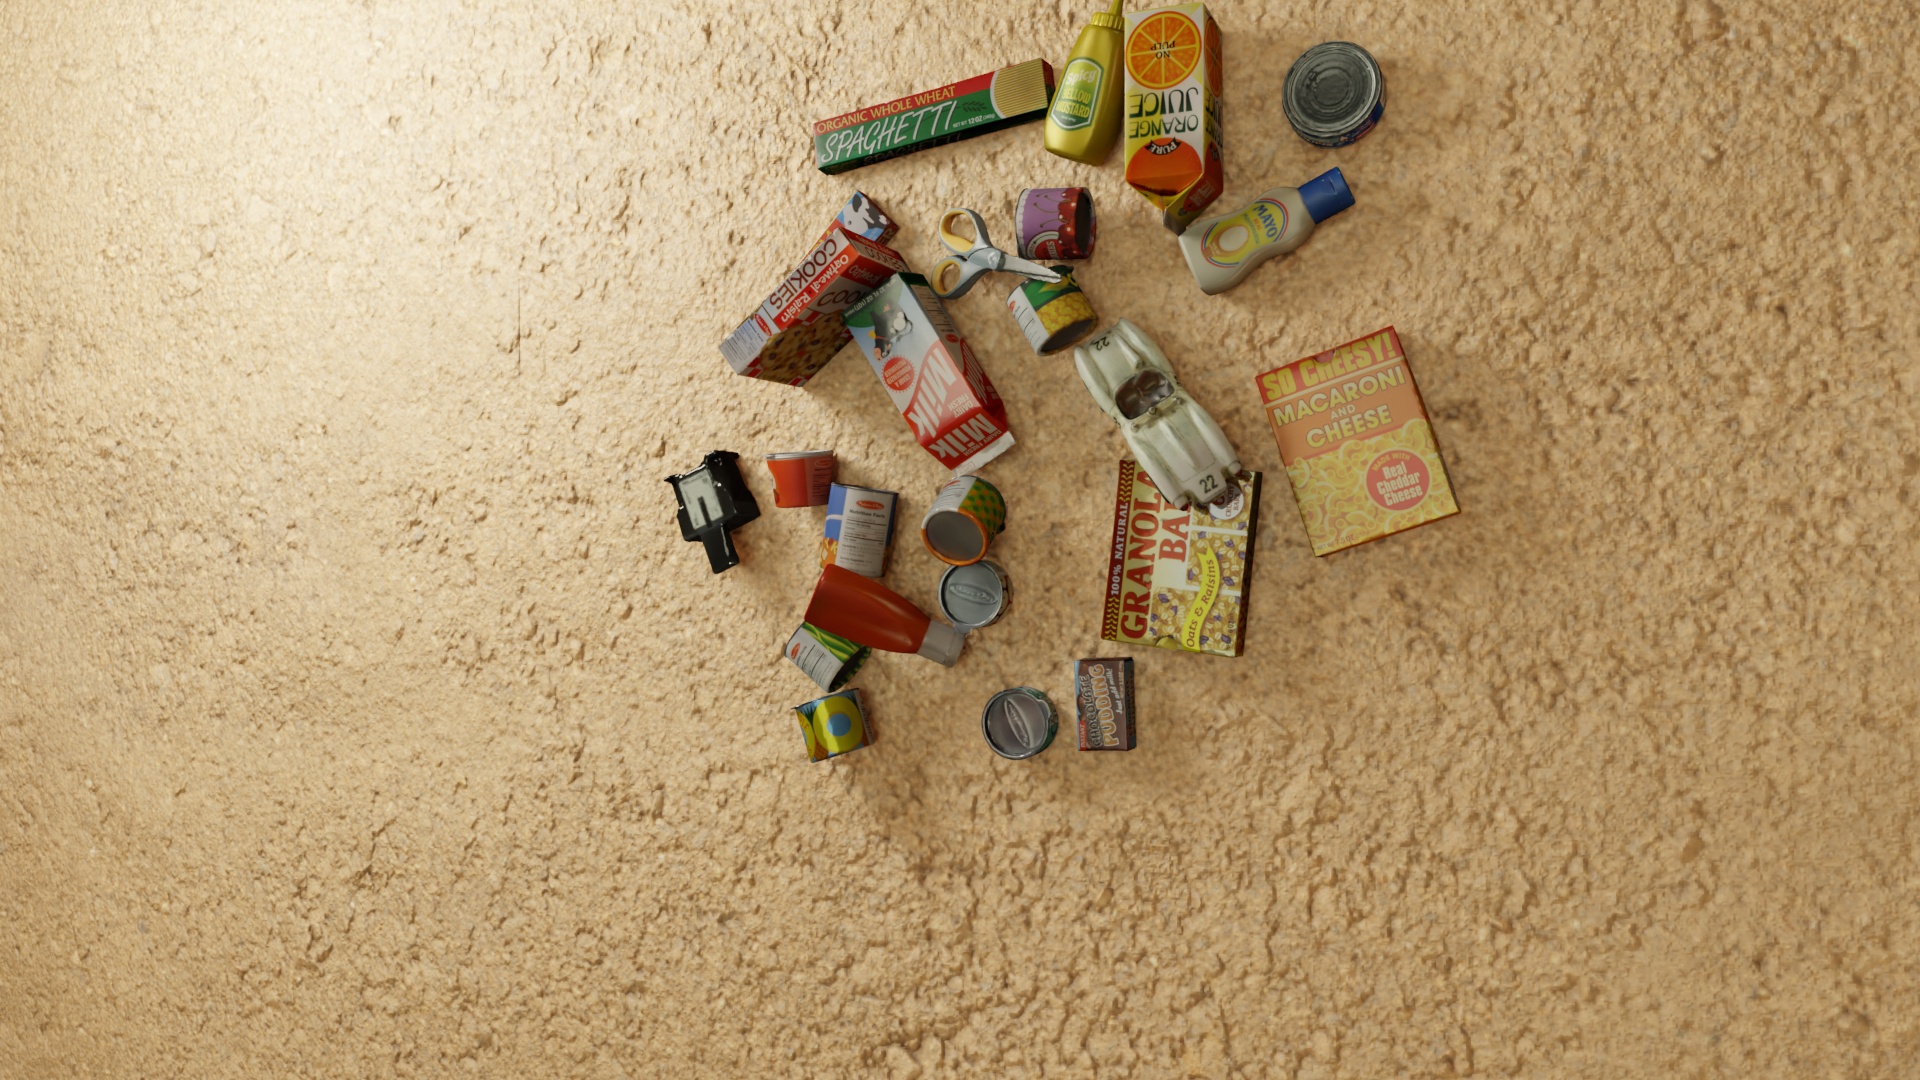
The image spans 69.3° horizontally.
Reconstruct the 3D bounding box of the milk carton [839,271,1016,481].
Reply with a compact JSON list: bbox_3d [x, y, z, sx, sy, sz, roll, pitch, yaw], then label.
[{"bbox_3d":[-0.025,-0.153,1.306,0.072,0.073,0.190,-33,87,19],"label":"milk carton"}]

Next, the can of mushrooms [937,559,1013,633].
[{"bbox_3d":[0.014,0.052,1.314,0.071,0.033,0.071,0,88,22],"label":"can of mushrooms"}]

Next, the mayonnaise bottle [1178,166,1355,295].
[{"bbox_3d":[0.268,-0.274,1.211,0.148,0.041,0.065,-27,77,21],"label":"mayonnaise bottle"}]

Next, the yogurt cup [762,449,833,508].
[{"bbox_3d":[-0.157,-0.061,1.373,0.072,0.072,0.054,-2,96,23],"label":"yogurt cup"}]

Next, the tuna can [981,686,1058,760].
[{"bbox_3d":[0.058,0.168,1.293,0.071,0.033,0.071,0,89,23],"label":"tuna can"}]

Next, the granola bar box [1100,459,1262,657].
[{"bbox_3d":[0.196,0.015,1.235,0.124,0.039,0.165,6,91,23],"label":"granola bar box"}]

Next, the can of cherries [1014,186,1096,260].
[{"bbox_3d":[0.087,-0.288,1.274,0.058,0.071,0.071,4,90,22],"label":"can of cherries"}]

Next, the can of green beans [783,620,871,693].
[{"bbox_3d":[-0.128,0.106,1.353,0.058,0.071,0.071,39,103,14],"label":"can of green beans"}]

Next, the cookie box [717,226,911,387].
[{"bbox_3d":[-0.136,-0.221,1.335,0.167,0.123,0.040,-41,75,17],"label":"cookie box"}]

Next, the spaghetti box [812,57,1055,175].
[{"bbox_3d":[-0.029,-0.408,1.347,0.250,0.029,0.050,-9,85,22],"label":"spaghetti box"}]

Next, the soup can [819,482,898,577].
[{"bbox_3d":[-0.099,-0.011,1.348,0.071,0.071,0.083,10,94,23],"label":"soup can"}]

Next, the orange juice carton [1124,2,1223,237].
[{"bbox_3d":[0.189,-0.366,1.231,0.073,0.072,0.192,-1,88,23],"label":"orange juice carton"}]

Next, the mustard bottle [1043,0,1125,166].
[{"bbox_3d":[0.124,-0.426,1.265,0.065,0.049,0.159,23,103,32],"label":"mustard bottle"}]

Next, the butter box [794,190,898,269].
[{"bbox_3d":[-0.114,-0.291,1.381,0.053,0.024,0.103,46,105,18],"label":"butter box"}]

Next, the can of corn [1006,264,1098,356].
[{"bbox_3d":[0.087,-0.211,1.274,0.071,0.071,0.058,-33,78,19],"label":"can of corn"}]

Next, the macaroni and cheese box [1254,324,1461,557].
[{"bbox_3d":[0.336,-0.083,1.179,0.123,0.040,0.166,-20,81,20],"label":"macaroni and cheese box"}]

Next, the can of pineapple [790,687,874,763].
[{"bbox_3d":[-0.124,0.180,1.349,0.071,0.071,0.058,-21,82,21],"label":"can of pineapple"}]

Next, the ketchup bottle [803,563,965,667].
[{"bbox_3d":[-0.070,0.077,1.313,0.149,0.044,0.064,23,124,-5],"label":"ketchup bottle"}]

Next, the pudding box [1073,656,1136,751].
[{"bbox_3d":[0.131,0.149,1.264,0.049,0.030,0.083,-3,87,24],"label":"pudding box"}]

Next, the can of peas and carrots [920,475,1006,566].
[{"bbox_3d":[0.005,-0.016,1.293,0.071,0.059,0.070,11,126,15],"label":"can of peas and carrots"}]
